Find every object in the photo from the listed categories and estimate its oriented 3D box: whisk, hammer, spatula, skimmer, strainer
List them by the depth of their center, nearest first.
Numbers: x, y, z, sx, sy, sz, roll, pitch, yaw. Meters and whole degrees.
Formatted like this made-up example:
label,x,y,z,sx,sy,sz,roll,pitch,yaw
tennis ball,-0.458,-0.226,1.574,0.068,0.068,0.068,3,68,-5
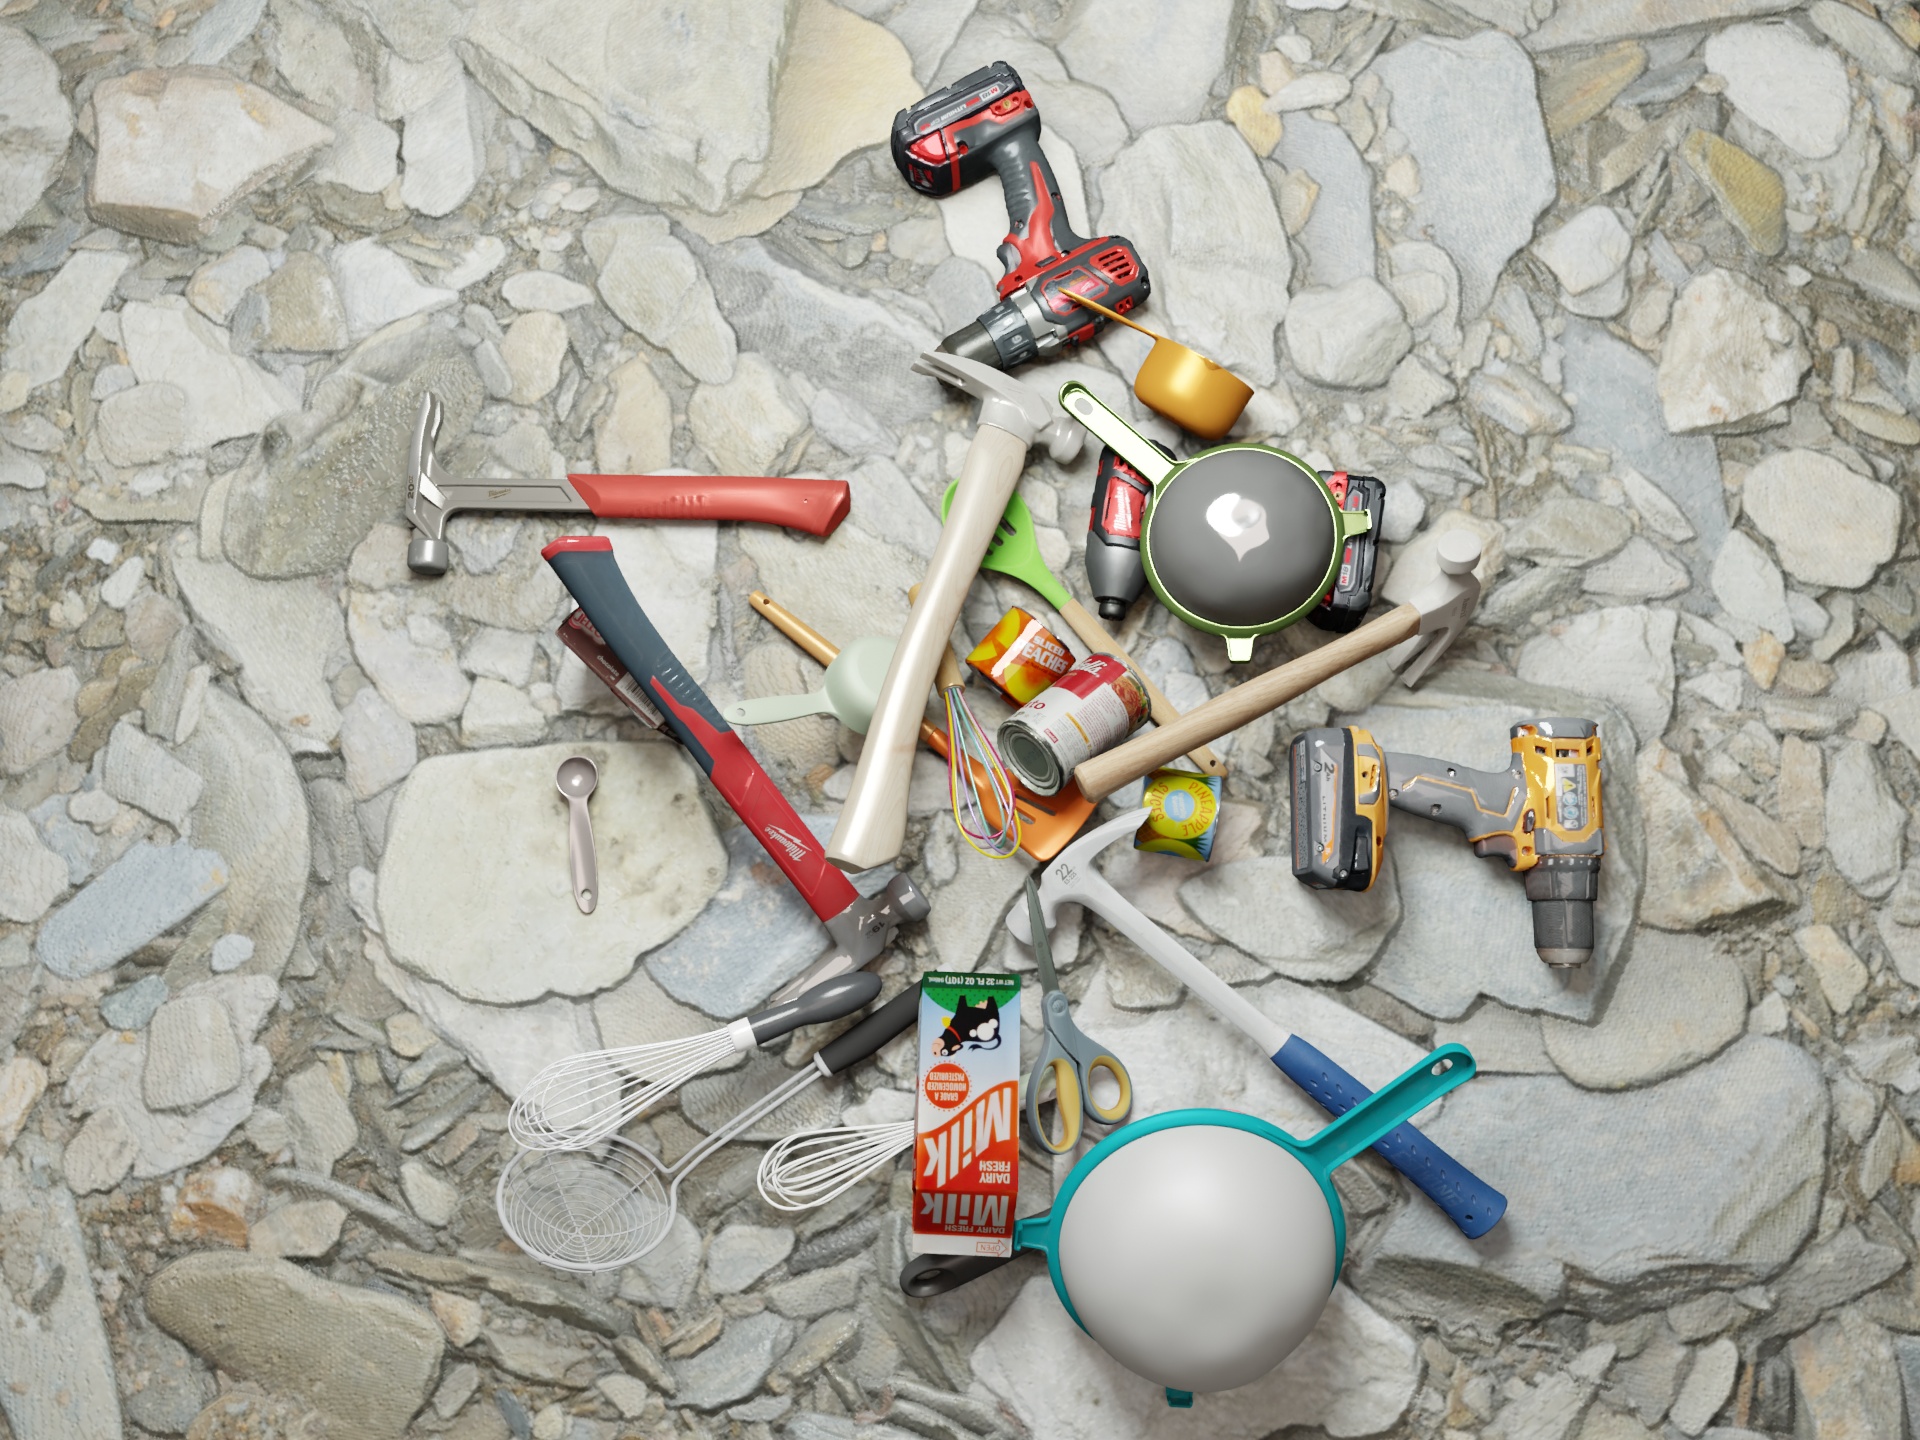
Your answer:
label,x,y,z,sx,sy,sz,roll,pitch,yaw
strainer,0.214,0.340,1.071,0.340,0.095,0.211,-39,102,12
whisk,-0.190,0.241,1.158,0.284,0.070,0.070,-20,79,-13
whisk,0.091,0.356,1.159,0.296,0.073,0.073,-24,80,5
hammer,0.229,0.227,1.161,0.405,0.035,0.144,39,116,5
hammer,-0.189,0.033,1.168,0.143,0.038,0.386,-36,103,-1
hammer,0.234,-0.024,1.169,0.331,0.129,0.031,-27,56,-6
skimmer,-0.163,0.276,1.169,0.363,0.090,0.127,-34,46,-5
strainer,0.167,-0.175,1.170,0.256,0.069,0.151,43,88,12
hammer,-0.027,-0.084,1.179,0.146,0.038,0.411,24,68,-14
whisk,-0.032,0.305,1.180,0.246,0.057,0.059,-18,49,-4
whisk,-0.004,-0.004,1.203,0.047,0.051,0.245,-14,61,-5
spatula,-0.039,-0.007,1.236,0.323,0.041,0.081,37,65,10
hammer,-0.268,-0.190,1.285,0.359,0.036,0.149,1,80,4

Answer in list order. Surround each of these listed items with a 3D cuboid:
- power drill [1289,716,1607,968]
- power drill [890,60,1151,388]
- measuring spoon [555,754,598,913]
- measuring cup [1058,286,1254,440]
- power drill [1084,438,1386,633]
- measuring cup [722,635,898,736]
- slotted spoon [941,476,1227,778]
label,x,y,z,sx,sy,sz,roll,pitch,yaw
power drill,0.365,0.090,1.179,0.226,0.084,0.185,0,81,-1
power drill,0.024,-0.391,1.285,0.188,0.080,0.227,-28,83,-1
measuring spoon,-0.297,0.089,1.251,0.034,0.018,0.124,-5,87,2
measuring cup,0.142,-0.276,1.240,0.173,0.095,0.052,28,100,-4
power drill,0.206,-0.135,1.229,0.219,0.078,0.143,9,81,8
measuring cup,-0.097,-0.022,1.171,0.167,0.038,0.083,-10,67,-37
slotted spoon,0.098,-0.070,1.247,0.070,0.031,0.314,-40,82,-13
